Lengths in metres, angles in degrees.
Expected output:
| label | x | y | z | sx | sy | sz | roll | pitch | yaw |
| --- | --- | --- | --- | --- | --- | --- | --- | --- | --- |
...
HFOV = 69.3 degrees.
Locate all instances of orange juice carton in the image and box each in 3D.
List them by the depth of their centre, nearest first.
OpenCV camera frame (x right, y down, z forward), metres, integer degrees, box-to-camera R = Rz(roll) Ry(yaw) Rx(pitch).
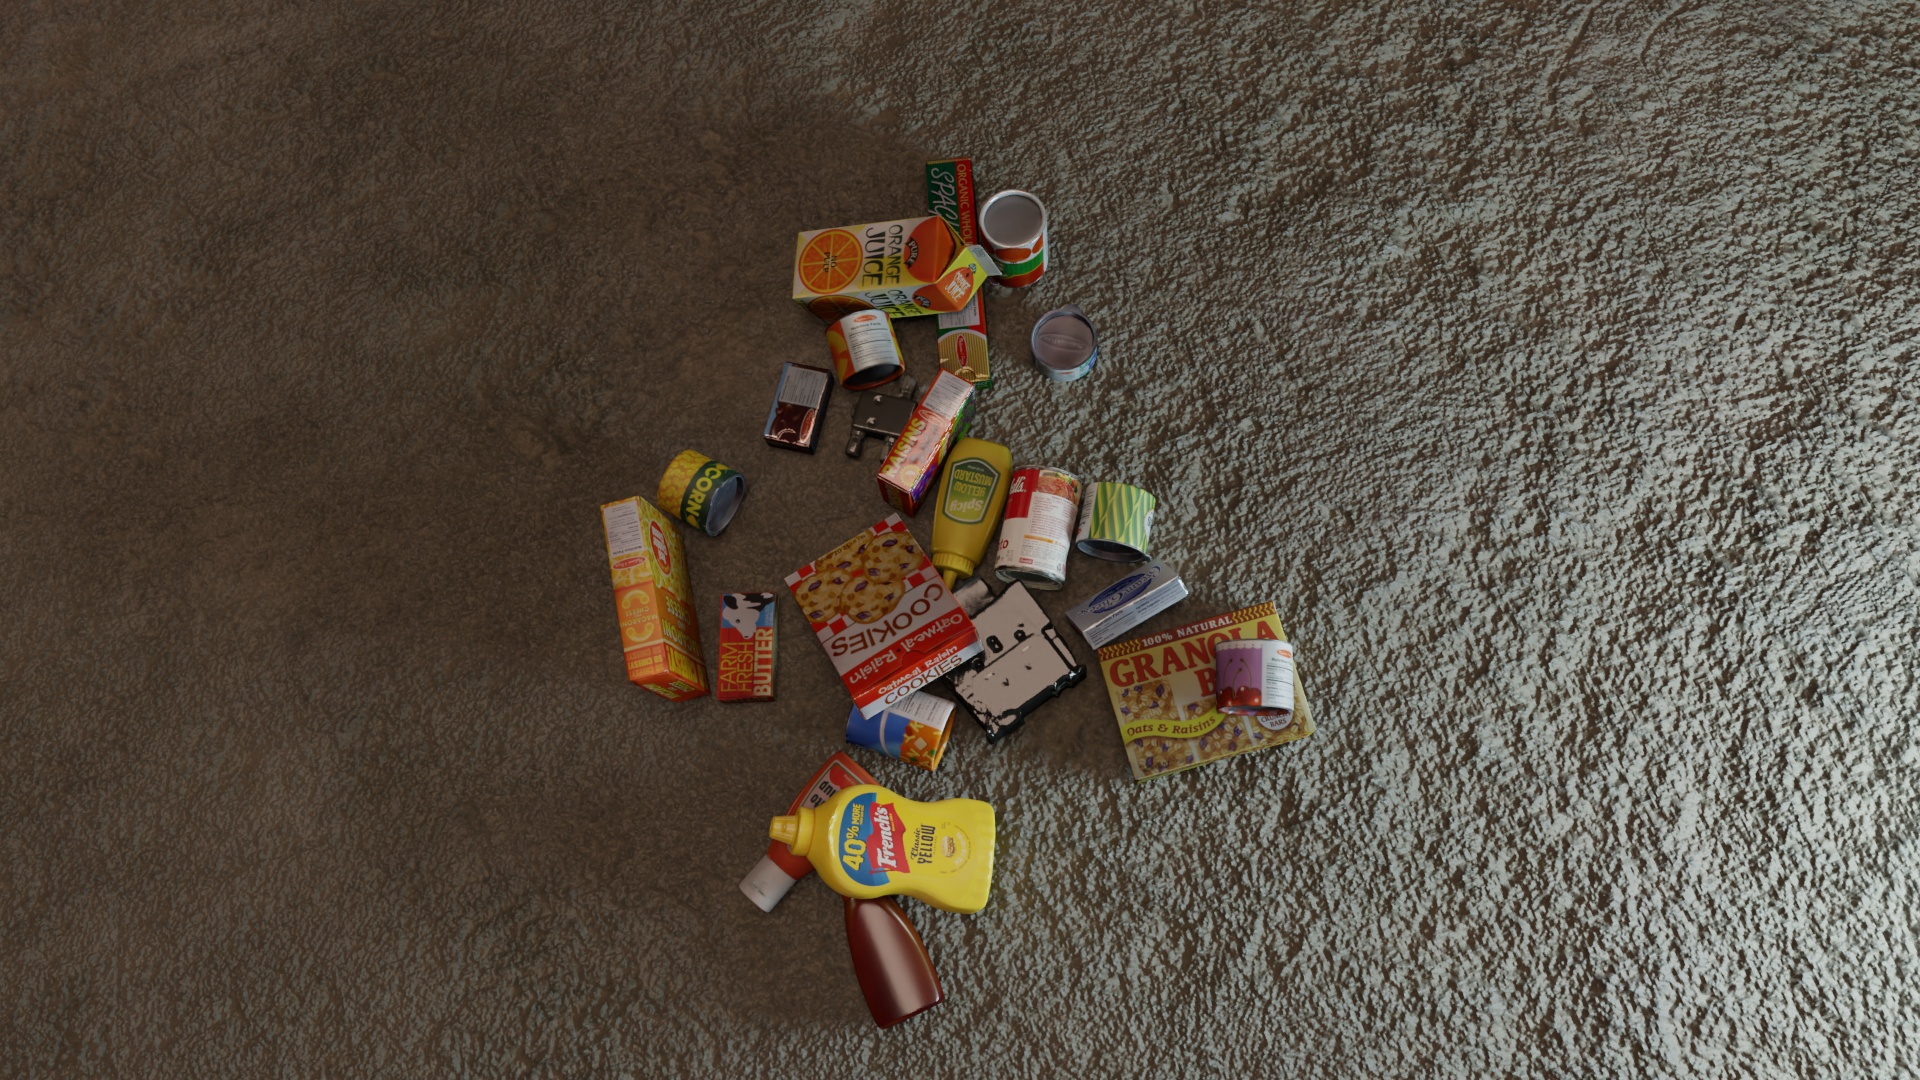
| label | x | y | z | sx | sy | sz | roll | pitch | yaw |
| --- | --- | --- | --- | --- | --- | --- | --- | --- | --- |
| orange juice carton | -0.060 | -0.263 | 1.353 | 0.192 | 0.071 | 0.073 | -2 | 75 | 20 |

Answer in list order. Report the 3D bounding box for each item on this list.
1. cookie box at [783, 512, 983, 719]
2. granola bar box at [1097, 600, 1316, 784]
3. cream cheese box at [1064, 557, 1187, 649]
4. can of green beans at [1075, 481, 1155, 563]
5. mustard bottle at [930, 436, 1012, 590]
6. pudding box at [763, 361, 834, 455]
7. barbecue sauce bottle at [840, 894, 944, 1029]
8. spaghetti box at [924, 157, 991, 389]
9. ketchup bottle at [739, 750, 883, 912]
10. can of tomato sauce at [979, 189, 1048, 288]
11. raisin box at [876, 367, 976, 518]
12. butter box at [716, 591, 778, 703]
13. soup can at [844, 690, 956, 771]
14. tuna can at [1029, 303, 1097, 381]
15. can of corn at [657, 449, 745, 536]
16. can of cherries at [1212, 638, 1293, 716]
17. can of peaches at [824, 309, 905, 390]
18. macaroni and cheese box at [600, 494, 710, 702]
| label | x | y | z | sx | sy | sz | roll | pitch | yaw |
| --- | --- | --- | --- | --- | --- | --- | --- | --- | --- |
| cookie box | -0.071 | 0.065 | 1.250 | 0.123 | 0.040 | 0.168 | -30 | 48 | -6 |
| granola bar box | 0.219 | 0.137 | 1.250 | 0.166 | 0.039 | 0.124 | -15 | 73 | 0 |
| cream cheese box | 0.152 | 0.058 | 1.272 | 0.104 | 0.053 | 0.024 | -30 | 114 | -5 |
| can of green beans | 0.144 | -0.017 | 1.289 | 0.071 | 0.071 | 0.058 | 10 | 74 | 8 |
| mustard bottle | 0.005 | -0.016 | 1.309 | 0.065 | 0.048 | 0.160 | 12 | 75 | 10 |
| pudding box | -0.159 | -0.130 | 1.367 | 0.050 | 0.030 | 0.084 | 12 | 75 | 7 |
| barbecue sauce bottle | -0.071 | 0.343 | 1.210 | 0.065 | 0.043 | 0.149 | -25 | 72 | 0 |
| spaghetti box | -0.003 | -0.269 | 1.396 | 0.050 | 0.028 | 0.250 | -5 | 73 | 3 |
| ketchup bottle | -0.134 | 0.262 | 1.239 | 0.065 | 0.043 | 0.149 | 40 | 81 | 11 |
| can of tomato sauce | 0.052 | -0.297 | 1.372 | 0.071 | 0.083 | 0.071 | -1 | 73 | 4 |
| raisin box | -0.030 | -0.091 | 1.315 | 0.040 | 0.086 | 0.123 | 29 | 78 | 7 |
| butter box | -0.199 | 0.100 | 1.303 | 0.053 | 0.024 | 0.104 | -2 | 73 | 4 |
| soup can | -0.054 | 0.166 | 1.252 | 0.084 | 0.071 | 0.071 | 18 | 76 | 9 |
| tuna can | 0.102 | -0.194 | 1.363 | 0.071 | 0.032 | 0.071 | -1 | 73 | 4 |
| can of corn | -0.249 | -0.047 | 1.328 | 0.058 | 0.071 | 0.071 | 26 | 77 | 12 |
| can of cherries | 0.252 | 0.119 | 1.199 | 0.071 | 0.071 | 0.058 | 1 | 76 | 5 |
| can of peaches | -0.093 | -0.185 | 1.359 | 0.071 | 0.071 | 0.058 | -18 | 78 | 0 |
| macaroni and cheese box | -0.279 | 0.057 | 1.272 | 0.040 | 0.123 | 0.167 | -14 | 73 | 4 |
